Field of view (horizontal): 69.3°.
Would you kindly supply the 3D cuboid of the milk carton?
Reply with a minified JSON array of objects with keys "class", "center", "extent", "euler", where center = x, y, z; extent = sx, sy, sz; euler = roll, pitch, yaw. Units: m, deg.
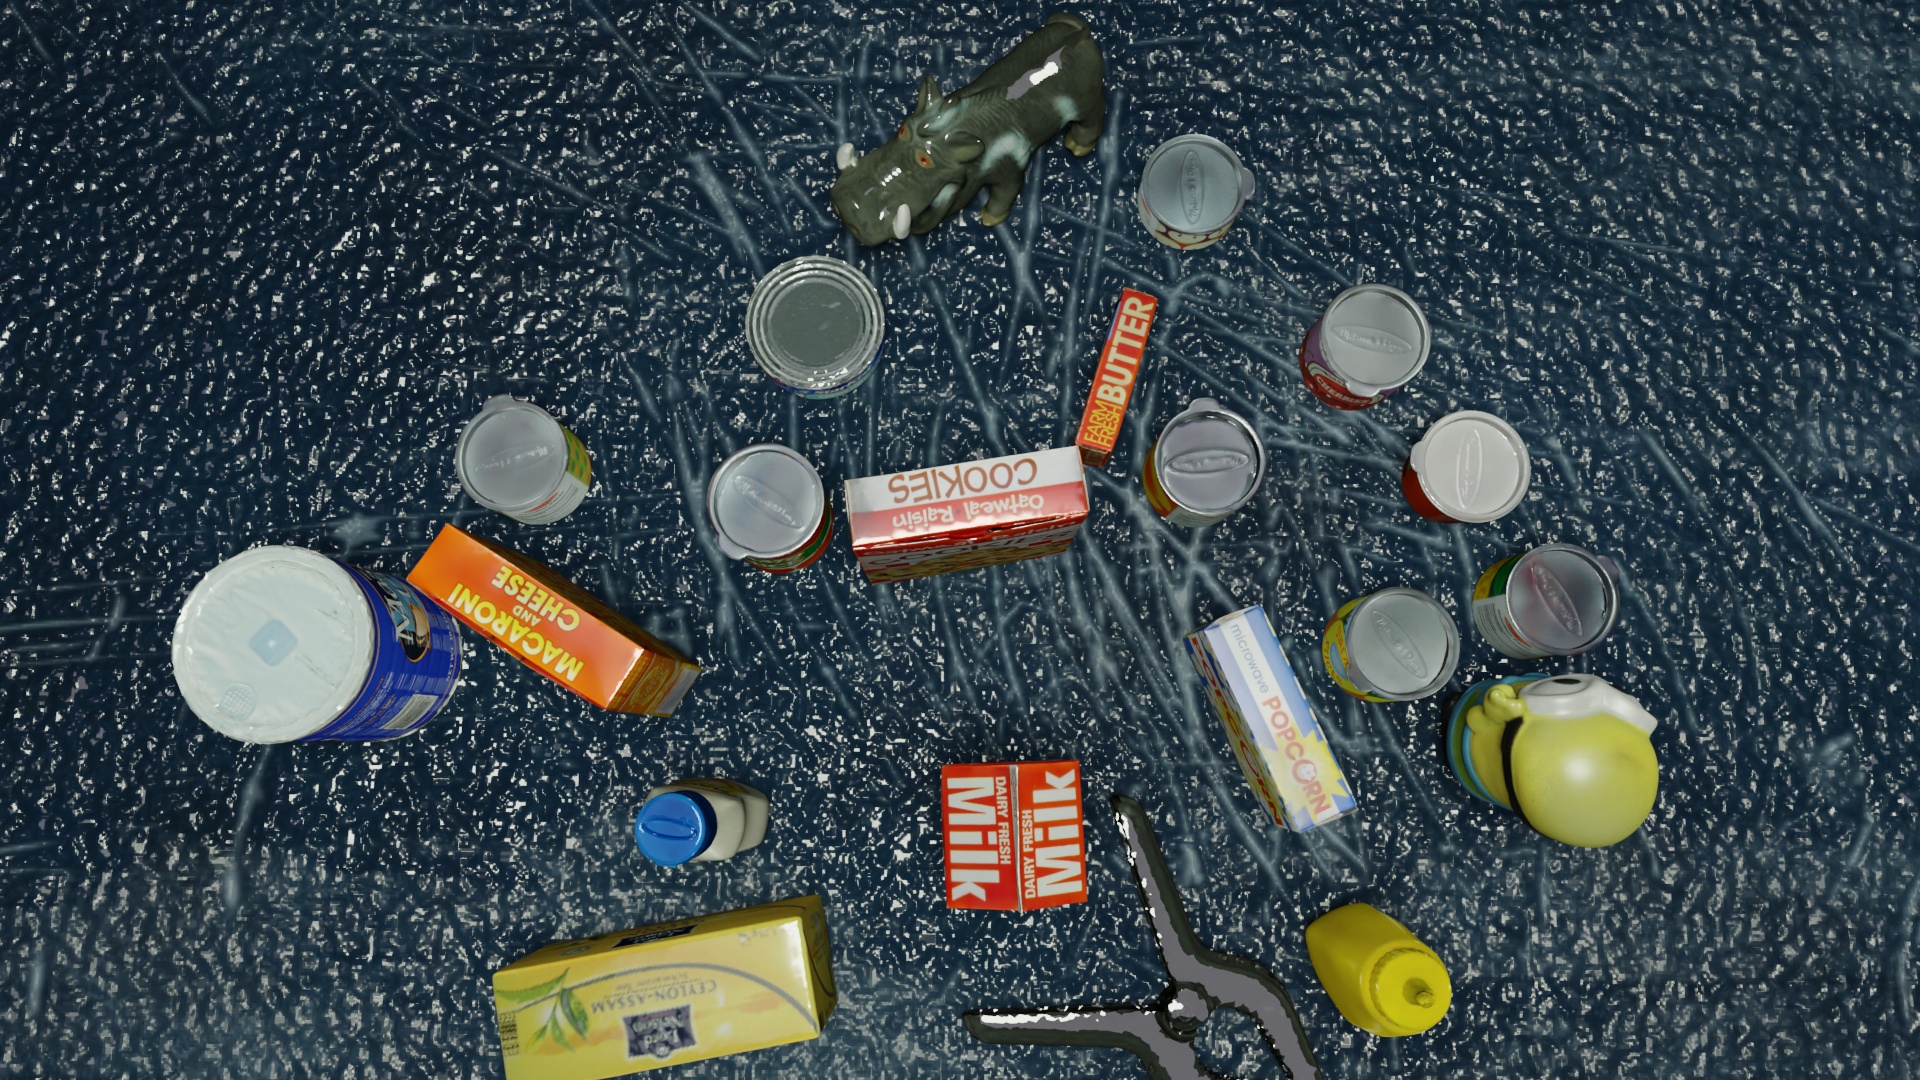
[{"class":"milk carton","center":[0.026,0.154,0.747],"extent":[0.073,0.190,0.072],"euler":[-3,82,-1]}]

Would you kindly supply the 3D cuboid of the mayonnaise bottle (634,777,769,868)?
[{"class":"mayonnaise bottle","center":[-0.145,0.154,0.767],"extent":[0.065,0.148,0.041],"euler":[9,82,1]}]

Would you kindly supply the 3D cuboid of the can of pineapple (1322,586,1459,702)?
[{"class":"can of pineapple","center":[0.254,0.064,0.830],"extent":[0.071,0.058,0.071],"euler":[0,82,0]}]

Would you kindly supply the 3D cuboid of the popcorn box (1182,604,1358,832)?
[{"class":"popcorn box","center":[0.177,0.103,0.810],"extent":[0.038,0.085,0.127],"euler":[-24,82,-4]}]

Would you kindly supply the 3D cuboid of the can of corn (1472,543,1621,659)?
[{"class":"can of corn","center":[0.352,0.037,0.835],"extent":[0.071,0.058,0.071],"euler":[0,82,0]}]

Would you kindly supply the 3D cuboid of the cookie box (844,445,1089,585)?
[{"class":"cookie box","center":[0.003,-0.010,0.784],"extent":[0.123,0.167,0.040],"euler":[-9,82,-2]}]

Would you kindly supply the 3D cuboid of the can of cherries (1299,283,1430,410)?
[{"class":"can of cherries","center":[0.247,-0.116,0.857],"extent":[0.071,0.058,0.071],"euler":[0,82,0]}]

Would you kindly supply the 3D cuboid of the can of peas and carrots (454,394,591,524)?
[{"class":"can of peas and carrots","center":[-0.264,-0.048,0.842],"extent":[0.071,0.058,0.071],"euler":[0,82,0]}]

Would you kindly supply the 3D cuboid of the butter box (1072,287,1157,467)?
[{"class":"butter box","center":[0.094,-0.099,0.856],"extent":[0.024,0.053,0.103],"euler":[17,82,2]}]

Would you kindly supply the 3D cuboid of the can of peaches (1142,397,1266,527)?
[{"class":"can of peaches","center":[0.147,-0.046,0.846],"extent":[0.071,0.058,0.071],"euler":[0,82,0]}]

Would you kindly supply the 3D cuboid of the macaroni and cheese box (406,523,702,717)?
[{"class":"macaroni and cheese box","center":[-0.218,0.050,0.773],"extent":[0.124,0.166,0.040],"euler":[32,83,4]}]

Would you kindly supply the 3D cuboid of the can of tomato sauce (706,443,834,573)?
[{"class":"can of tomato sauce","center":[-0.111,-0.015,0.826],"extent":[0.071,0.083,0.071],"euler":[0,82,0]}]

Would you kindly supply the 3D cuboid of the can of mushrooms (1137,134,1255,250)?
[{"class":"can of mushrooms","center":[0.149,-0.221,0.885],"extent":[0.071,0.033,0.071],"euler":[0,81,-1]}]

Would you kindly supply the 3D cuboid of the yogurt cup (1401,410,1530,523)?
[{"class":"yogurt cup","center":[0.305,-0.041,0.849],"extent":[0.072,0.054,0.072],"euler":[0,82,-1]}]

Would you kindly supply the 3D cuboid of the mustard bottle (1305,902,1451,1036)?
[{"class":"mustard bottle","center":[0.231,0.237,0.752],"extent":[0.049,0.160,0.065],"euler":[-25,83,-4]}]
